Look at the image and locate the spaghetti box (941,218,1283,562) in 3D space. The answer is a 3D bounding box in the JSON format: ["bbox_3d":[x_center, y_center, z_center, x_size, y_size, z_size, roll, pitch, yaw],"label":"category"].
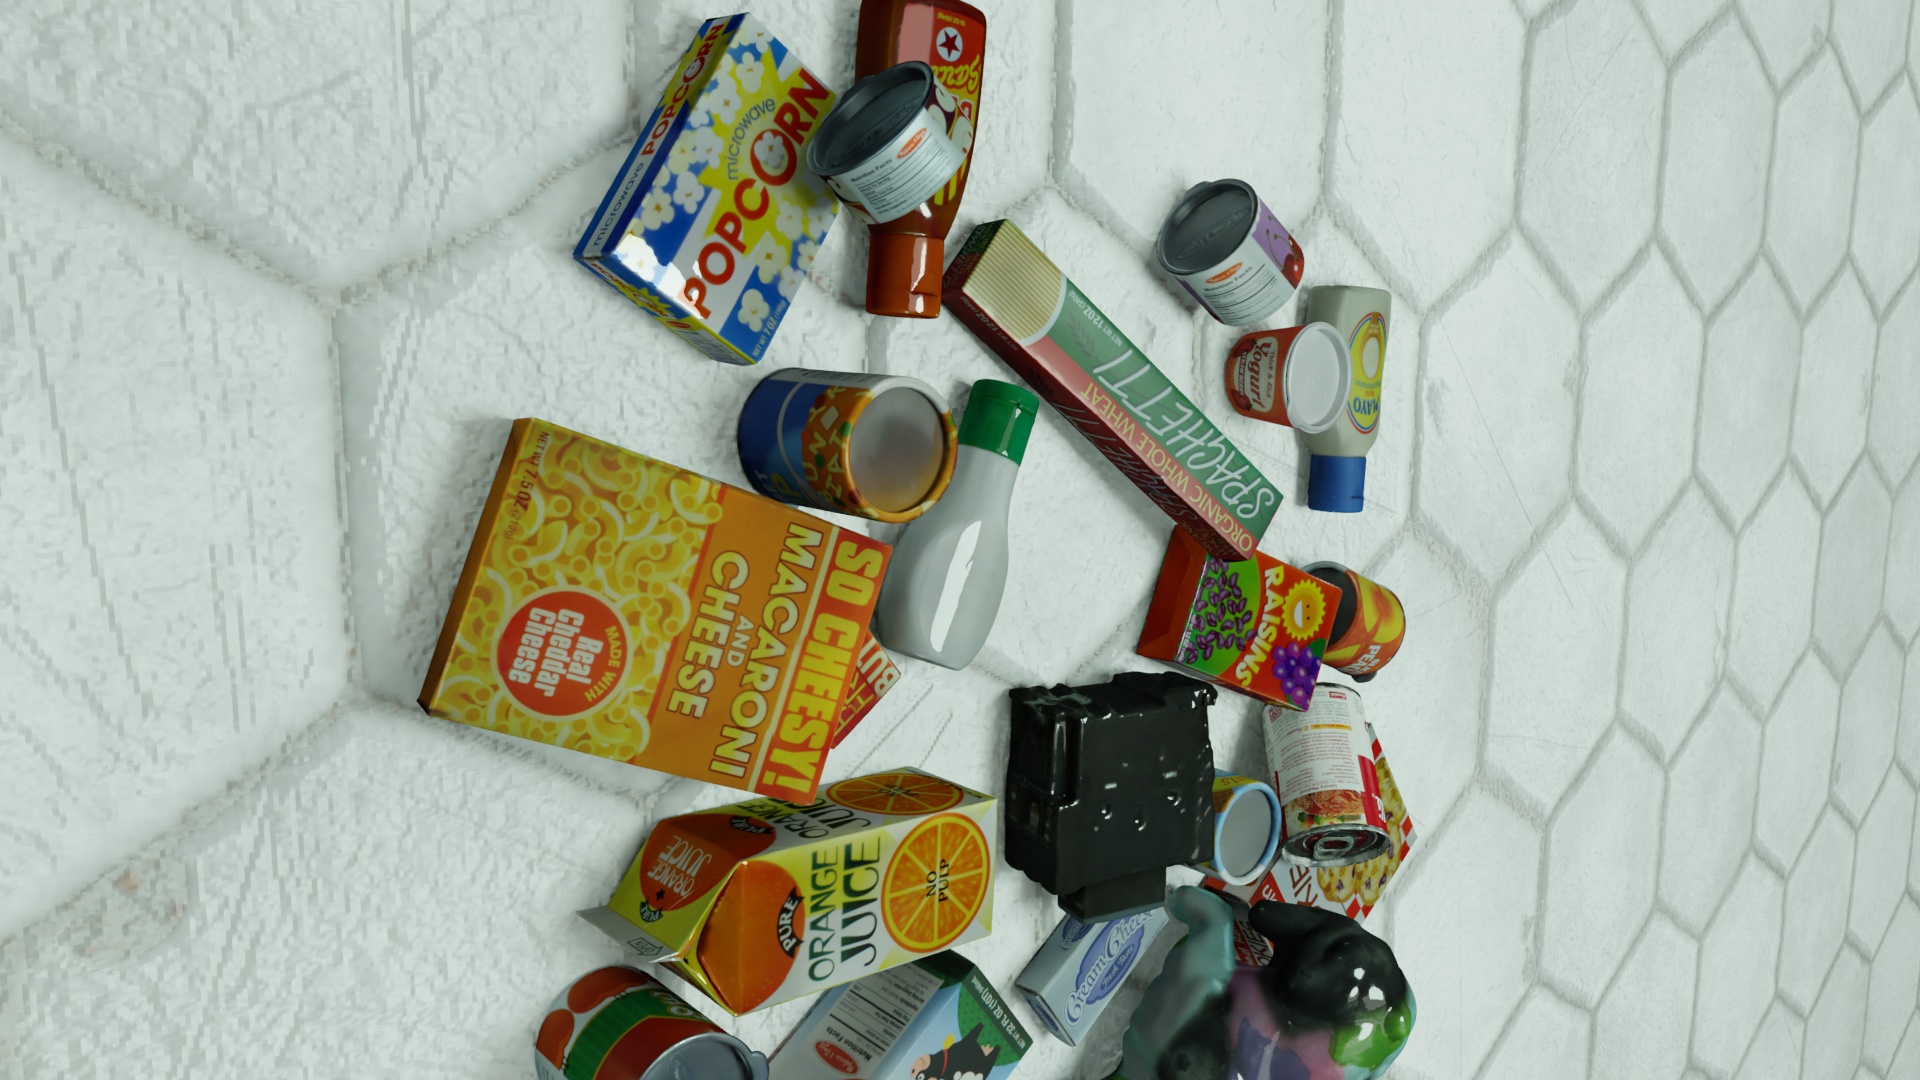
[{"bbox_3d":[0.089,-0.075,0.763,0.249,0.028,0.050,40,72,-27],"label":"spaghetti box"}]

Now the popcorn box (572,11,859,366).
[{"bbox_3d":[-0.100,-0.151,0.606,0.085,0.038,0.127,36,73,-39],"label":"popcorn box"}]

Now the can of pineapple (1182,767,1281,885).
[{"bbox_3d":[0.159,0.174,0.869,0.071,0.058,0.071,-8,102,-40],"label":"can of pineapple"}]

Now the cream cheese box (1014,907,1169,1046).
[{"bbox_3d":[0.081,0.246,0.835,0.104,0.024,0.053,-46,123,-26],"label":"cream cheese box"}]

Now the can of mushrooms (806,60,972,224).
[{"bbox_3d":[-0.030,-0.171,0.596,0.033,0.071,0.071,44,68,-38],"label":"can of mushrooms"}]

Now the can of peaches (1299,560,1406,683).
[{"bbox_3d":[0.253,0.054,0.926,0.058,0.071,0.071,23,82,-40],"label":"can of peaches"}]

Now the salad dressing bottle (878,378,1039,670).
[{"bbox_3d":[0.003,-0.009,0.716,0.064,0.044,0.148,25,79,-39],"label":"salad dressing bottle"}]

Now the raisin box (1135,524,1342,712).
[{"bbox_3d":[0.176,0.050,0.868,0.123,0.040,0.086,22,81,-32],"label":"raisin box"}]

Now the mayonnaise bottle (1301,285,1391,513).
[{"bbox_3d":[0.254,-0.093,0.922,0.065,0.041,0.148,-4,99,-42],"label":"mayonnaise bottle"}]

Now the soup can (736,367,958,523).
[{"bbox_3d":[-0.052,-0.042,0.635,0.071,0.084,0.071,-8,103,-40],"label":"soup can"}]

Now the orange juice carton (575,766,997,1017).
[{"bbox_3d":[-0.077,0.163,0.654,0.193,0.072,0.073,-4,99,-41],"label":"orange juice carton"}]

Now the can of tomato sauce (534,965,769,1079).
[{"bbox_3d":[-0.136,0.230,0.605,0.071,0.083,0.071,-8,102,-40],"label":"can of tomato sauce"}]

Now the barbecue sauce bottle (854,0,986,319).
[{"bbox_3d":[-0.023,-0.182,0.666,0.065,0.043,0.148,0,97,-42],"label":"barbecue sauce bottle"}]

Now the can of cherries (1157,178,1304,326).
[{"bbox_3d":[0.158,-0.169,0.812,0.058,0.071,0.071,35,74,-39],"label":"can of cherries"}]

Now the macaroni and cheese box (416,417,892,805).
[{"bbox_3d":[-0.125,0.033,0.590,0.166,0.040,0.124,20,83,-28],"label":"macaroni and cheese box"}]

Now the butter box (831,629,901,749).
[{"bbox_3d":[-0.074,0.047,0.669,0.053,0.024,0.103,-46,123,-25],"label":"butter box"}]

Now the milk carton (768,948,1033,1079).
[{"bbox_3d":[-0.058,0.293,0.689,0.191,0.073,0.072,-46,124,-26],"label":"milk carton"}]

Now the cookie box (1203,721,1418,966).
[{"bbox_3d":[0.246,0.223,0.966,0.168,0.040,0.122,-46,123,-28],"label":"cookie box"}]

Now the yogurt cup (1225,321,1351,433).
[{"bbox_3d":[0.203,-0.102,0.867,0.072,0.054,0.072,-8,102,-40],"label":"yogurt cup"}]
